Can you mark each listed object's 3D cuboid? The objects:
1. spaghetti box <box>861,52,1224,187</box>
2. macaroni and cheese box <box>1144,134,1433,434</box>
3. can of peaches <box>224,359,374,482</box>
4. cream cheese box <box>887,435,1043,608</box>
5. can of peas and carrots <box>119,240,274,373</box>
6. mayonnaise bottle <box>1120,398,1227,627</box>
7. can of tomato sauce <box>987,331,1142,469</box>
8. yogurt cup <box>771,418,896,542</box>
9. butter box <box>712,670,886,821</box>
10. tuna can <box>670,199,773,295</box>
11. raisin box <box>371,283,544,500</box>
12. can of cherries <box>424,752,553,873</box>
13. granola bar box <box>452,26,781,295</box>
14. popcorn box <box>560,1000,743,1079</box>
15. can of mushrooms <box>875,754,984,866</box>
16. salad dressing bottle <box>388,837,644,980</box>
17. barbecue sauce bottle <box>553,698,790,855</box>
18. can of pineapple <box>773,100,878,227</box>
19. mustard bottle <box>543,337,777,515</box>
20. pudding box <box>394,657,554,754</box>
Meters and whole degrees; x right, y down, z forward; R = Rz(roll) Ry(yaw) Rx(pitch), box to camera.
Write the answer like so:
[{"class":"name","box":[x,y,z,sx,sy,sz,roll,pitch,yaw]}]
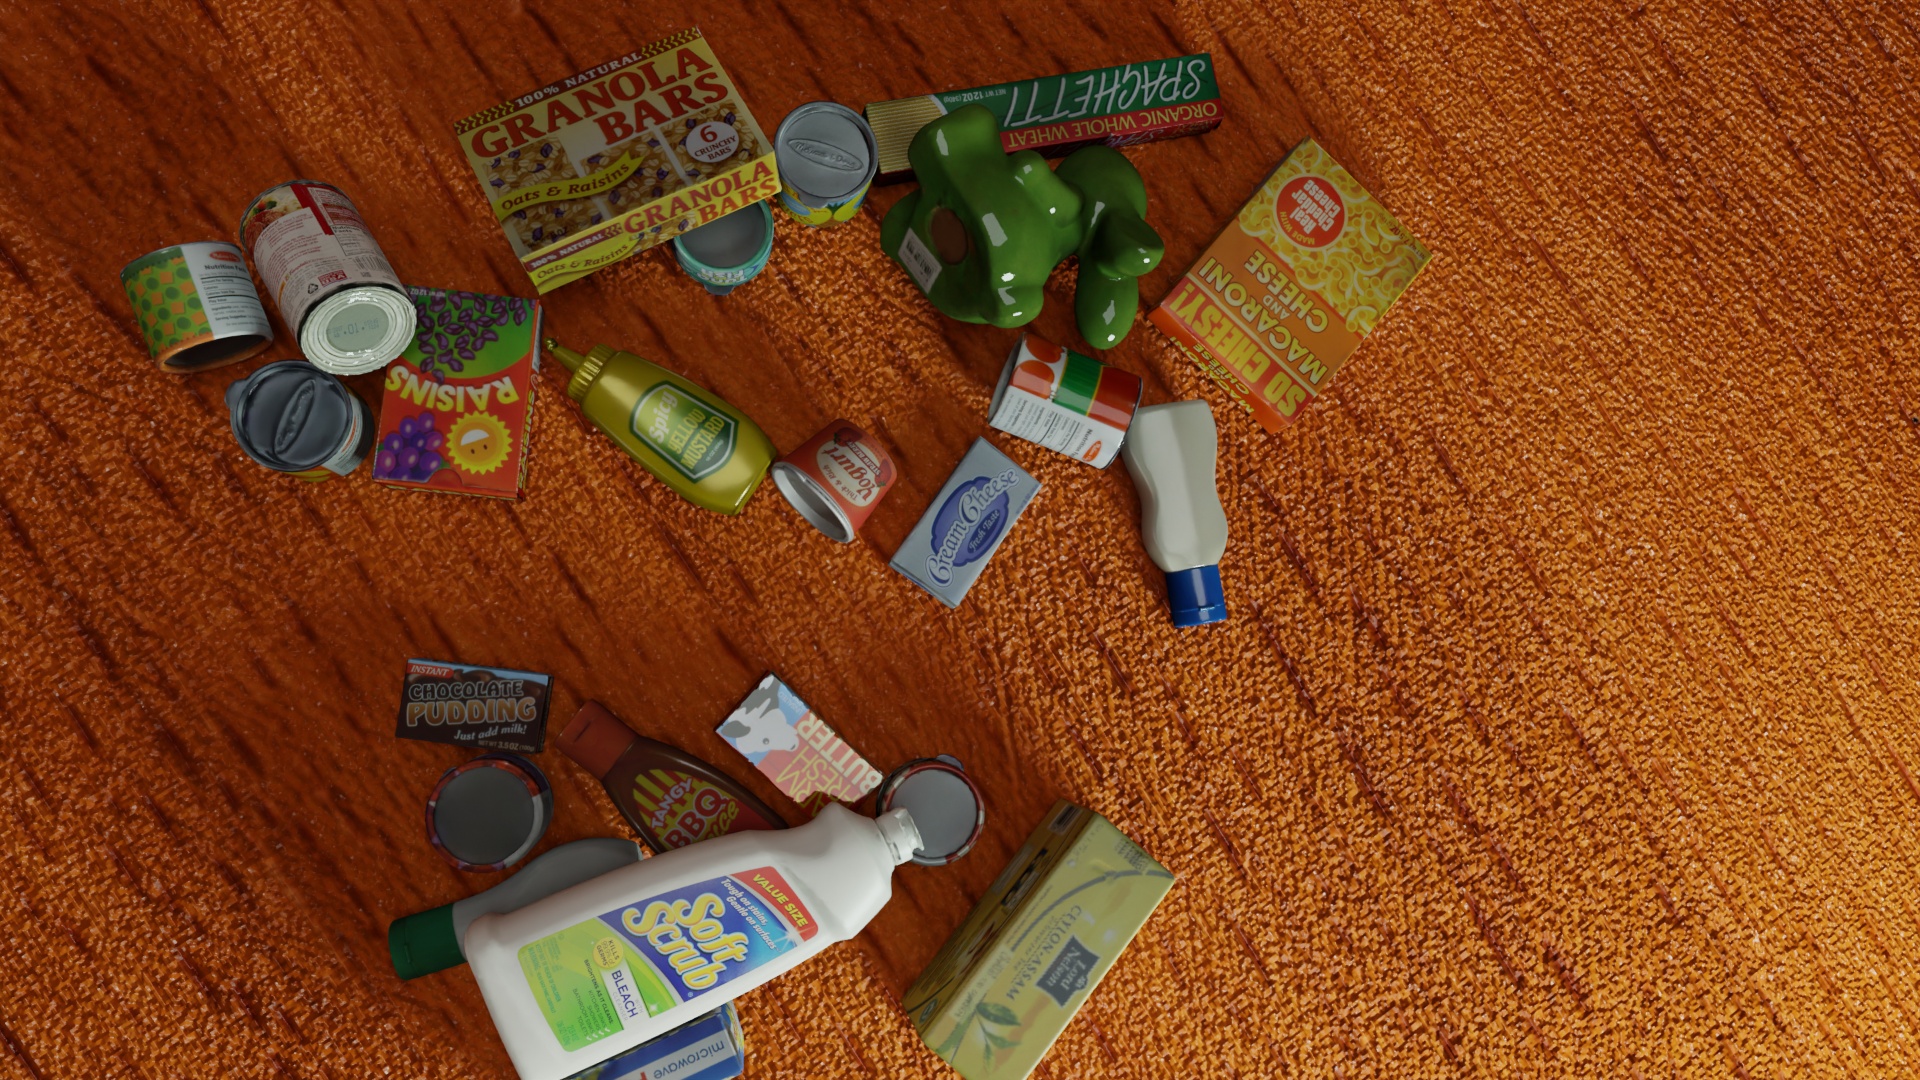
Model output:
[{"class":"spaghetti box","box":[0.058,-0.287,0.944,0.250,0.028,0.050,-12,88,-11]},{"class":"macaroni and cheese box","box":[0.226,-0.175,0.958,0.123,0.040,0.167,42,79,-4]},{"class":"can of peaches","box":[-0.392,-0.071,0.827,0.071,0.058,0.071,1,85,-10]},{"class":"cream cheese box","box":[0.003,-0.011,0.910,0.053,0.024,0.104,36,80,-5]},{"class":"can of peas and carrots","box":[-0.451,-0.136,0.820,0.071,0.071,0.058,-21,90,-11]},{"class":"mayonnaise bottle","box":[0.147,-0.017,0.929,0.065,0.041,0.148,-9,87,-10]},{"class":"can of tomato sauce","box":[0.068,-0.093,0.909,0.083,0.071,0.071,21,82,-7]},{"class":"yogurt cup","box":[-0.077,-0.040,0.879,0.072,0.072,0.054,44,71,-4]},{"class":"butter box","box":[-0.101,0.135,0.877,0.103,0.024,0.053,43,78,-4]},{"class":"tuna can","box":[-0.154,-0.197,0.895,0.071,0.033,0.071,1,84,-10]},{"class":"raisin box","box":[-0.306,-0.090,0.854,0.086,0.040,0.123,6,84,-11]},{"class":"can of cherries","box":[-0.281,0.160,0.825,0.071,0.058,0.071,1,85,-11]},{"class":"granola bar box","box":[-0.212,-0.238,0.863,0.166,0.039,0.124,-26,65,-11]},{"class":"popcorn box","box":[-0.191,0.310,0.813,0.127,0.085,0.038,-22,88,-11]},{"class":"can of mushrooms","box":[-0.018,0.170,0.884,0.071,0.033,0.071,1,85,-9]},{"class":"salad dressing bottle","box":[-0.261,0.222,0.831,0.148,0.044,0.064,-15,89,-10]},{"class":"barbecue sauce bottle","box":[-0.180,0.156,0.851,0.148,0.043,0.065,39,80,-4]},{"class":"can of pineapple","box":[-0.090,-0.240,0.898,0.071,0.058,0.071,1,85,-10]},{"class":"mustard bottle","box":[-0.194,-0.079,0.868,0.160,0.048,0.065,33,78,-6]},{"class":"pudding box","box":[-0.294,0.100,0.843,0.084,0.030,0.049,9,82,-10]}]
